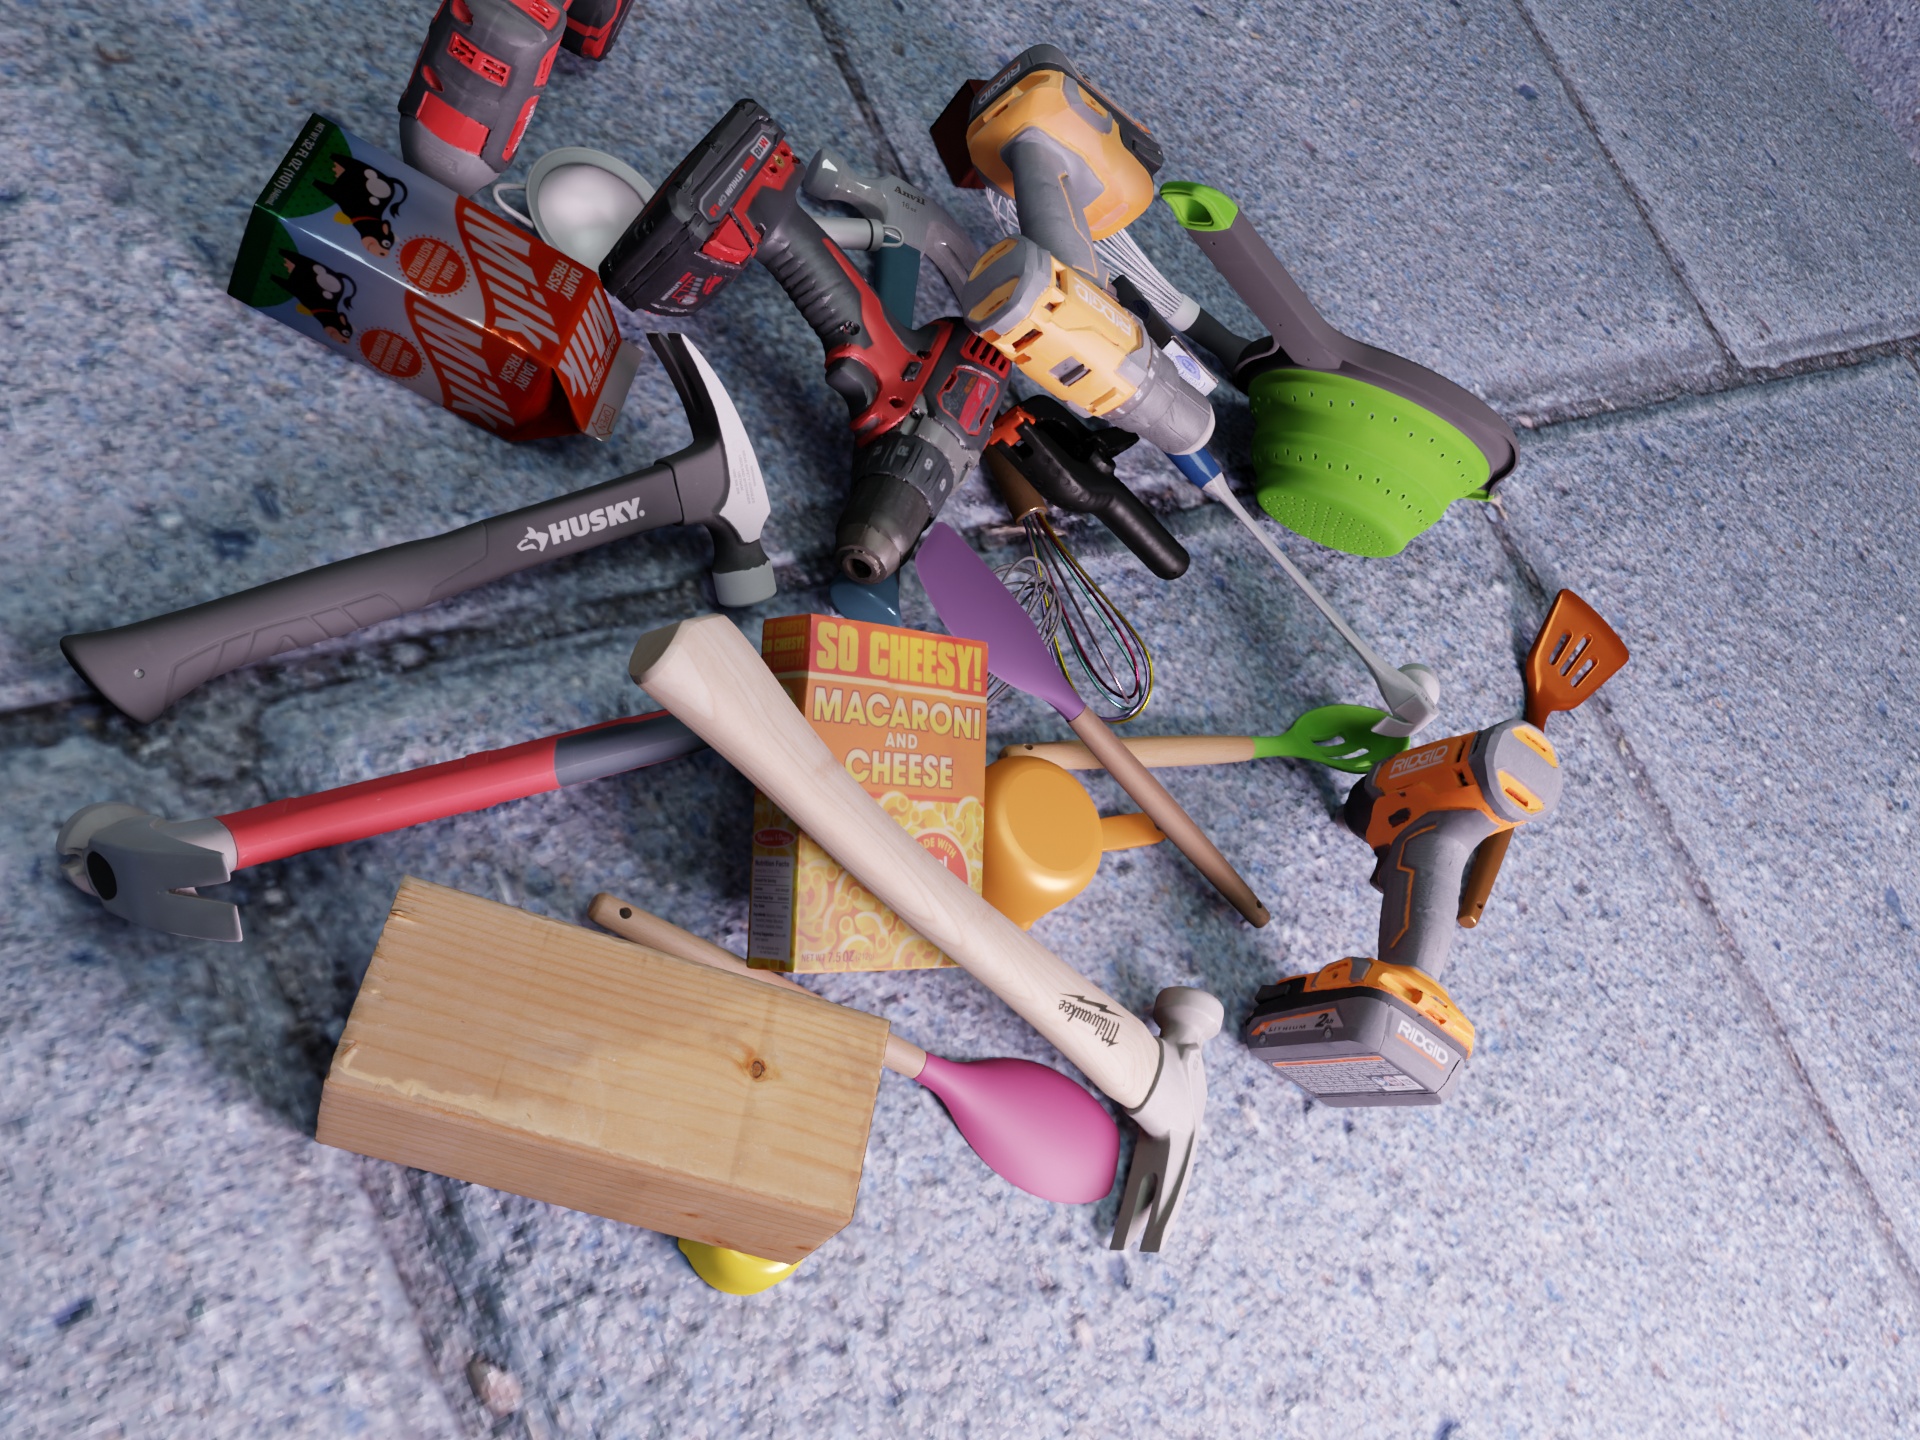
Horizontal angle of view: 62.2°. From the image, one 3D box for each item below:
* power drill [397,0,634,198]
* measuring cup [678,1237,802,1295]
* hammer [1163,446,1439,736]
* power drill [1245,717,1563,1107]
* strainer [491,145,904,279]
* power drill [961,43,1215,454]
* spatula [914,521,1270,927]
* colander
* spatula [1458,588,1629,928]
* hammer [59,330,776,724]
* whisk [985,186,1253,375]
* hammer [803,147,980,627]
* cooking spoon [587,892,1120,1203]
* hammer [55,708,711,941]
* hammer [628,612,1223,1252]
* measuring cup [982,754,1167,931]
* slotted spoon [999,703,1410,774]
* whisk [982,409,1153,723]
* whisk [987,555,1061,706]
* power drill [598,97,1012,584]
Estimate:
[{"bbox_3d":[-0.238,-0.375,0.863,0.078,0.143,0.220,28,47,-18],"label":"power drill"},{"bbox_3d":[-0.105,0.180,0.727,0.062,0.029,0.157,-2,68,-35],"label":"measuring cup"},{"bbox_3d":[0.171,-0.149,1.039,0.405,0.035,0.144,49,21,2],"label":"hammer"},{"bbox_3d":[0.254,0.112,0.943,0.084,0.164,0.227,36,64,-14],"label":"power drill"},{"bbox_3d":[-0.146,-0.283,0.918,0.258,0.050,0.087,-7,76,-30],"label":"strainer"},{"bbox_3d":[0.082,-0.278,0.969,0.185,0.084,0.226,27,49,-36],"label":"power drill"},{"bbox_3d":[0.080,0.014,0.902,0.315,0.018,0.060,47,45,-21],"label":"spatula"},{"bbox_3d":[0.223,-0.203,1.039,0.396,0.205,0.094,30,83,-48],"label":"colander"},{"bbox_3d":[0.416,0.029,1.156,0.081,0.041,0.323,43,51,-9],"label":"spatula"},{"bbox_3d":[-0.237,-0.080,0.741,0.335,0.035,0.146,-25,116,-34],"label":"hammer"},{"bbox_3d":[0.134,-0.309,1.132,0.284,0.070,0.070,29,53,-25],"label":"whisk"},{"bbox_3d":[-0.046,-0.201,0.965,0.128,0.033,0.331,18,58,-25],"label":"hammer"},{"bbox_3d":[-0.042,0.160,0.784,0.318,0.017,0.069,31,53,-22],"label":"cooking spoon"},{"bbox_3d":[-0.173,0.020,0.710,0.386,0.143,0.038,-16,105,-43],"label":"hammer"},{"bbox_3d":[-0.005,0.101,0.752,0.410,0.038,0.146,45,49,-31],"label":"hammer"},{"bbox_3d":[0.069,0.060,0.894,0.173,0.052,0.095,-5,70,-35],"label":"measuring cup"},{"bbox_3d":[0.158,0.017,0.992,0.313,0.031,0.070,-2,35,-32],"label":"slotted spoon"},{"bbox_3d":[0.057,-0.109,0.982,0.051,0.047,0.245,-12,71,-37],"label":"whisk"},{"bbox_3d":[-0.001,-0.003,0.885,0.055,0.055,0.239,38,55,-13],"label":"whisk"},{"bbox_3d":[-0.080,-0.198,0.862,0.226,0.080,0.188,40,52,-22],"label":"power drill"}]
